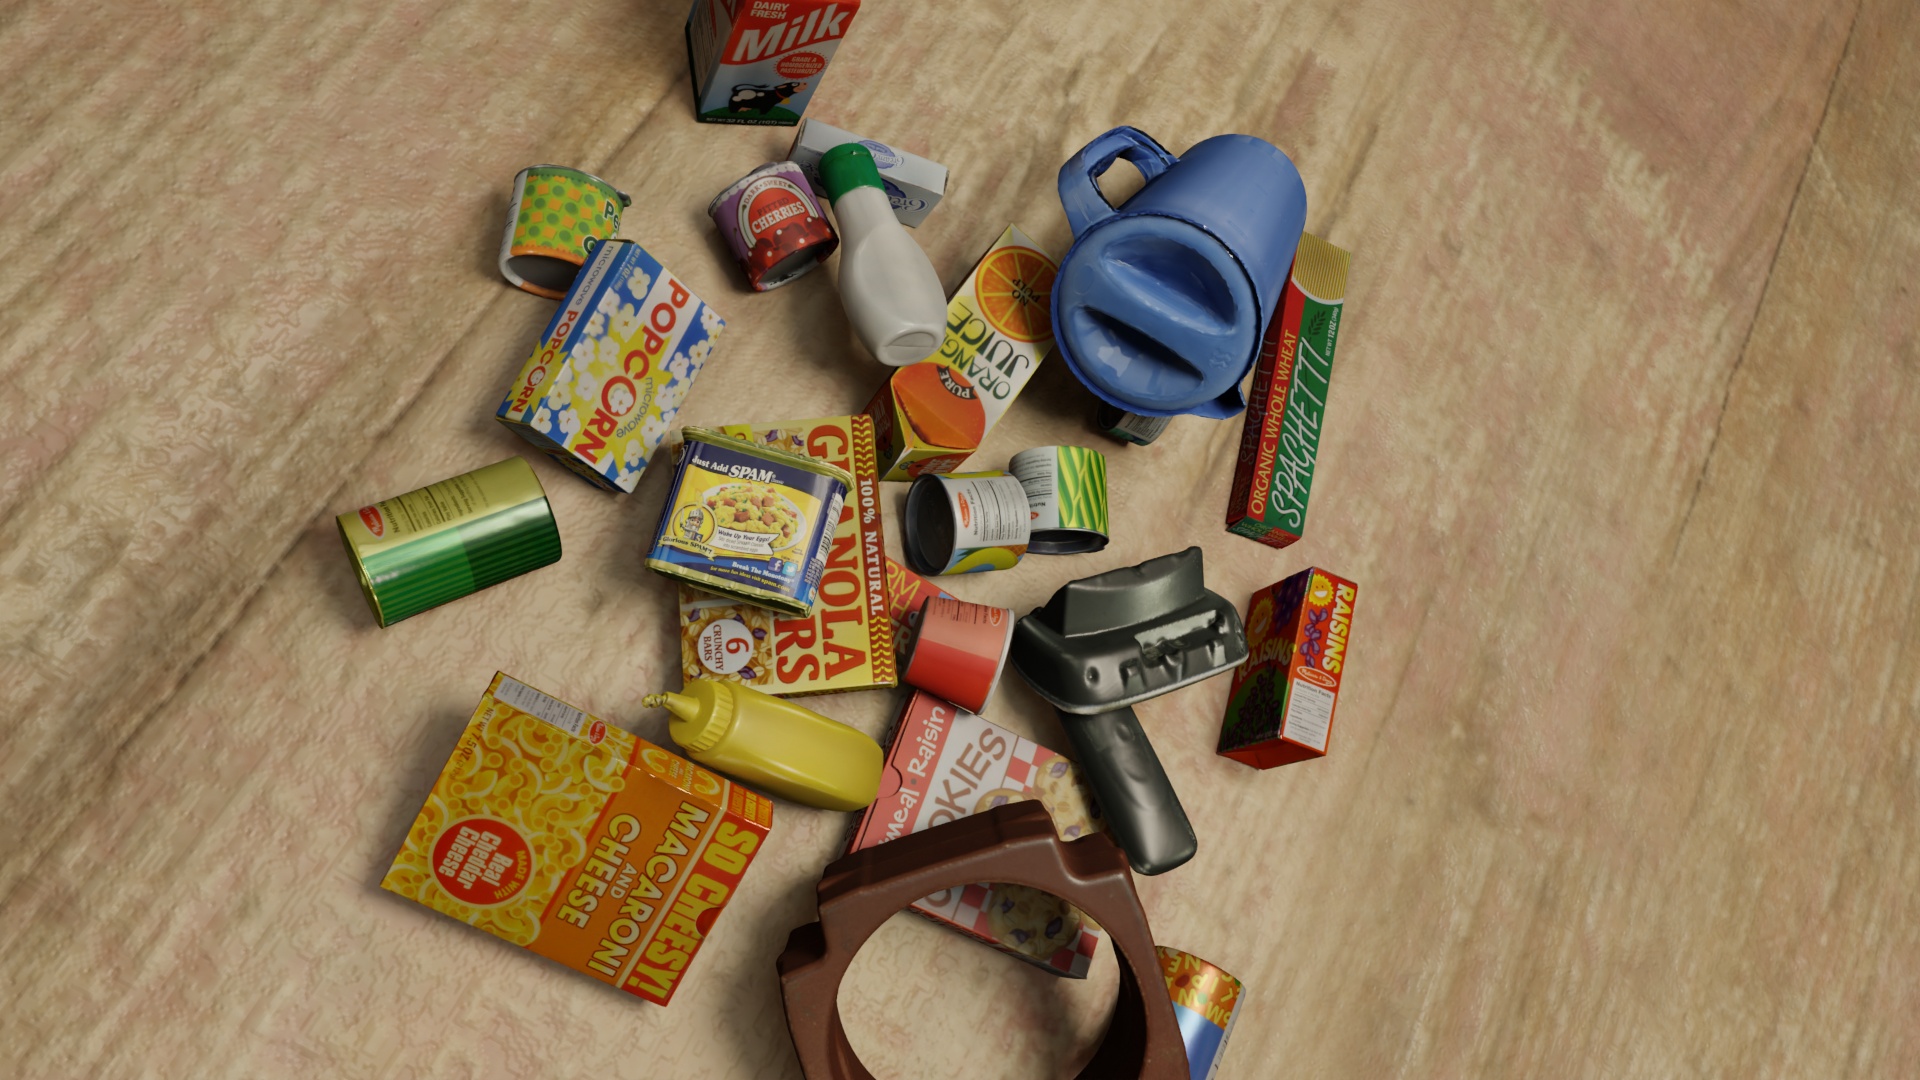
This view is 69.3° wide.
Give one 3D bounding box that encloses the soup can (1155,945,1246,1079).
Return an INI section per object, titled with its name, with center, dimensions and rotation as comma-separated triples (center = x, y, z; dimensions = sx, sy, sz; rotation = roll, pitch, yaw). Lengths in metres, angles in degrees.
[soup can]
center = 0.129, 0.302, 0.859
dimensions = 0.071, 0.071, 0.084
rotation = 33, 66, -11

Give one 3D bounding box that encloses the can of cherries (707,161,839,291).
[can of cherries]
center = -0.119, -0.202, 0.893
dimensions = 0.072, 0.071, 0.058
rotation = -28, 88, -26

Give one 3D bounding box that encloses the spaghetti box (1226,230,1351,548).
[spaghetti box]
center = 0.248, -0.116, 1.040
dimensions = 0.050, 0.028, 0.251
rotation = 21, 69, -15

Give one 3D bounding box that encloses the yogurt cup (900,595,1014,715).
[yogurt cup]
center = -0.003, 0.067, 0.844
dimensions = 0.054, 0.072, 0.072
rotation = 18, 70, -5

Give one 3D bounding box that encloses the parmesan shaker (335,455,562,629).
[parmesan shaker]
center = -0.282, 0.001, 0.774
dimensions = 0.103, 0.071, 0.071
rotation = -22, 85, -26

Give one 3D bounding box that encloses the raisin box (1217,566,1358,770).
[raisin box]
center = 0.221, 0.087, 0.943
dimensions = 0.040, 0.086, 0.124
rotation = 21, 69, -10

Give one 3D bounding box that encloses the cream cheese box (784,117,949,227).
[cream cheese box]
center = -0.065, -0.247, 0.937
dimensions = 0.104, 0.053, 0.024
rotation = 15, 72, -18

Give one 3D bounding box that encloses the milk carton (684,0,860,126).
[milk carton]
center = -0.116, -0.338, 0.866
dimensions = 0.072, 0.190, 0.073
rotation = -5, 78, -23

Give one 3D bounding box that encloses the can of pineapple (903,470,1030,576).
[can of pineapple]
center = 0.003, -0.011, 0.892
dimensions = 0.058, 0.070, 0.071
rotation = -4, 78, -31

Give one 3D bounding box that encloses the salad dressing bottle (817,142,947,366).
[salad dressing bottle]
center = -0.052, -0.181, 0.866
dimensions = 0.064, 0.043, 0.148
rotation = -3, 63, -32

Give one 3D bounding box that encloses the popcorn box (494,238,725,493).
[popcorn box]
center = -0.204, -0.102, 0.820
dimensions = 0.085, 0.038, 0.127
rotation = 42, 68, -48

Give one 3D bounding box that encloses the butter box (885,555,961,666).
[butter box]
center = -0.040, 0.046, 0.883
dimensions = 0.103, 0.024, 0.053
rotation = 32, 68, -11

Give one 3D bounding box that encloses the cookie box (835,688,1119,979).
[cookie box]
center = 0.019, 0.182, 0.861
dimensions = 0.167, 0.040, 0.123
rotation = 27, 68, -13

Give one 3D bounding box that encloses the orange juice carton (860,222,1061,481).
[orange juice carton]
center = 0.000, -0.110, 0.916
dimensions = 0.073, 0.071, 0.193
rotation = 38, 65, -8

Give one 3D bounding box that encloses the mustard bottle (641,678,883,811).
[mustard bottle]
center = -0.114, 0.112, 0.785
dimensions = 0.160, 0.065, 0.049
rotation = 33, 58, -42

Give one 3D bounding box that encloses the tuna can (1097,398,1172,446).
[tuna can]
center = 0.125, -0.102, 0.969
dimensions = 0.033, 0.071, 0.071
rotation = 22, 69, -16

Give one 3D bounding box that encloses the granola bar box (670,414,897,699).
[granola bar box]
center = -0.107, 0.012, 0.839
dimensions = 0.124, 0.039, 0.166
rotation = -5, 77, -3

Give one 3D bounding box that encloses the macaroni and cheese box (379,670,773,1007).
[macaroni and cheese box]
center = -0.203, 0.163, 0.747
dimensions = 0.166, 0.040, 0.123
rotation = 28, 100, -12

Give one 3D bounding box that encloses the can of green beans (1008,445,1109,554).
[can of green beans]
center = 0.065, -0.026, 0.922
dimensions = 0.071, 0.071, 0.058
rotation = 6, 74, -20

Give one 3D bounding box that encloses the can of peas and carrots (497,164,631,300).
[can of peas and carrots]
center = -0.240, -0.185, 0.843
dimensions = 0.071, 0.070, 0.059
rotation = 11, 73, -19
